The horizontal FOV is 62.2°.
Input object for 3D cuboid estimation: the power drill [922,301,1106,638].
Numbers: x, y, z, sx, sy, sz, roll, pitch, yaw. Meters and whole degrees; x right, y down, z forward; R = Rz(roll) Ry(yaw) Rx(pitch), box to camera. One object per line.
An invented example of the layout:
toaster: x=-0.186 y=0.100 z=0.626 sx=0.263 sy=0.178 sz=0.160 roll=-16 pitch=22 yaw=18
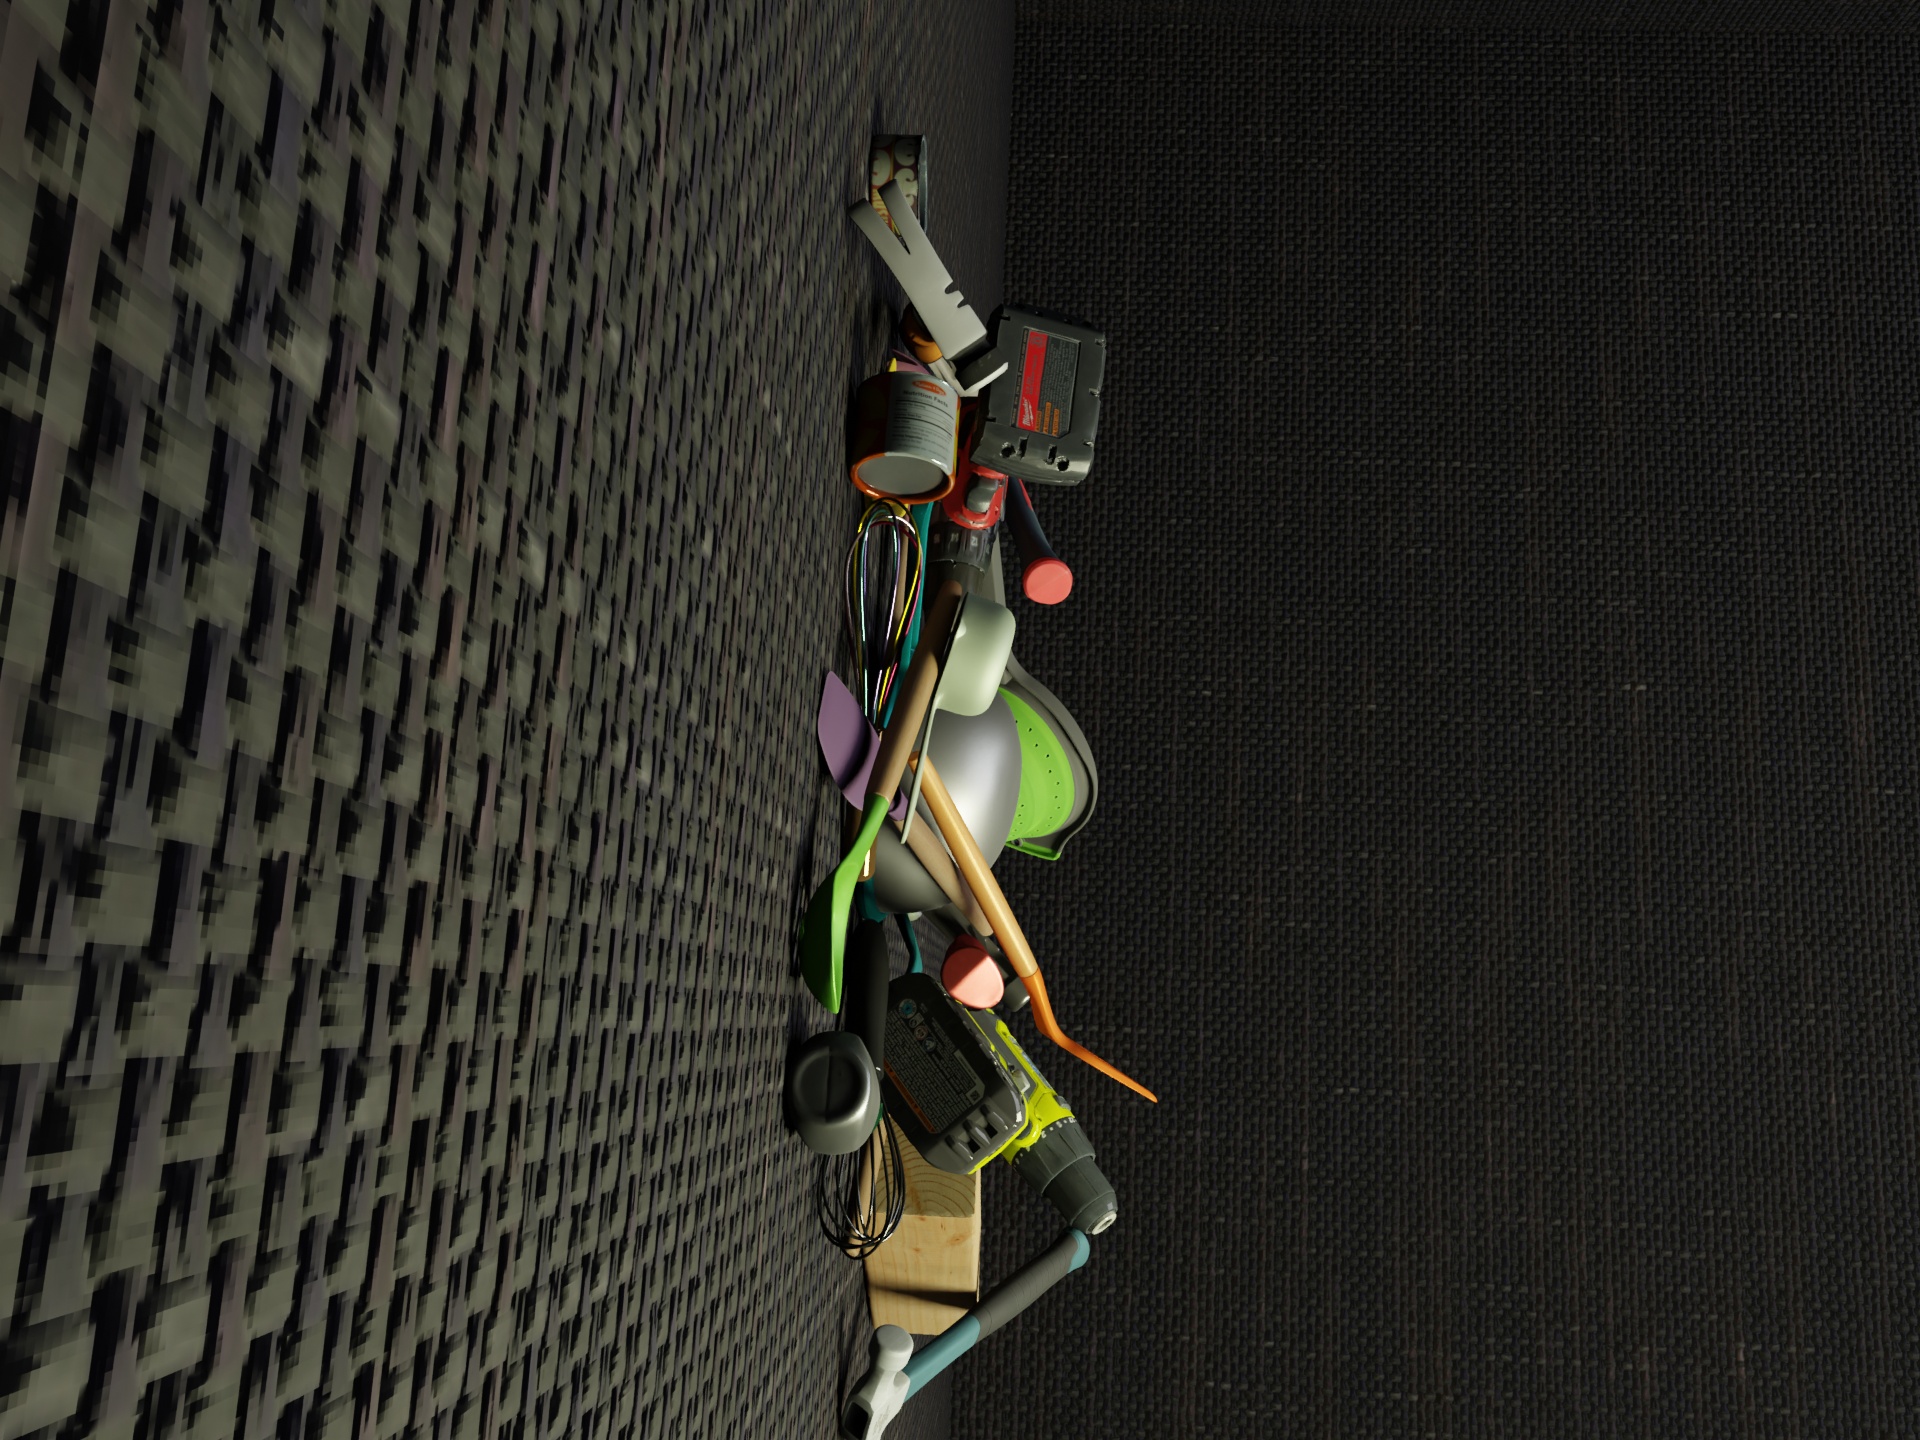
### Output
power drill: x=0.023 y=-0.172 z=1.132 sx=0.226 sy=0.080 sz=0.188 roll=139 pitch=-39 yaw=-69

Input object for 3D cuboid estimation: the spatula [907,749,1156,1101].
spatula: x=0.043 y=0.147 z=1.085 sx=0.081 sy=0.041 sz=0.322 roll=22 pitch=-37 yaw=58

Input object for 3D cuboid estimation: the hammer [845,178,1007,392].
hammer: x=-0.027 y=-0.278 z=1.074 sx=0.127 sy=0.034 sz=0.337 roll=56 pitch=3 yaw=-10

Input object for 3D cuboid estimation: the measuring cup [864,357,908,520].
measuring cup: x=-0.045 y=-0.200 z=1.102 sx=0.062 sy=0.029 sz=0.157 roll=89 pitch=6 yaw=-50

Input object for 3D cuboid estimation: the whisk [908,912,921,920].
whisk: x=-0.032 y=0.059 z=1.403 sx=0.058 sy=0.059 sz=0.246 roll=-29 pitch=126 yaw=-72

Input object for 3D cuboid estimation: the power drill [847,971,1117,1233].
power drill: x=0.024 y=0.276 z=1.135 sx=0.191 sy=0.080 sz=0.228 roll=50 pitch=2 yaw=30

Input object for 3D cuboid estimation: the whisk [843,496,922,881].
whisk: x=-0.053 y=-0.016 z=0.985 sx=0.051 sy=0.047 sz=0.245 roll=-51 pitch=147 yaw=-73

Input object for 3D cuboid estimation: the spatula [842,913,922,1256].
spatula: x=-0.063 y=0.246 z=1.196 sx=0.082 sy=0.044 sz=0.318 roll=86 pitch=11 yaw=-50

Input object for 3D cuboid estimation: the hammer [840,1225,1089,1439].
hammer: x=0.014 y=0.471 z=1.247 sx=0.331 sy=0.033 sz=0.128 roll=-9 pitch=123 yaw=-57

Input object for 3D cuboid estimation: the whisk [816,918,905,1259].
whisk: x=-0.061 y=0.226 z=1.011 sx=0.055 sy=0.055 sz=0.239 roll=89 pitch=0 yaw=-46

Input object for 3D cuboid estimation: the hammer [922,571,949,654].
hammer: x=-0.017 y=-0.047 z=1.308 sx=0.146 sy=0.035 sz=0.335 roll=46 pitch=38 yaw=-86

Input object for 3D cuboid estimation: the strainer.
strainer: x=-0.002 y=-0.004 z=1.115 sx=0.211 sy=0.095 sz=0.340 roll=-69 pitch=167 yaw=-55

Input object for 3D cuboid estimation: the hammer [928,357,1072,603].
hammer: x=0.033 y=-0.206 z=1.328 sx=0.143 sy=0.038 sz=0.387 roll=56 pitch=10 yaw=-28

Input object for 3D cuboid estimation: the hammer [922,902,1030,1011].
hammer: x=0.002 y=0.172 z=1.211 sx=0.037 sy=0.149 sz=0.359 roll=-43 pitch=175 yaw=-2

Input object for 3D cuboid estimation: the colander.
colander: x=0.010 y=-0.018 z=1.448 sx=0.094 sy=0.205 sz=0.396 roll=-40 pitch=135 yaw=-39

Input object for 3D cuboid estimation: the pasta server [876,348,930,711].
pasta server: x=-0.049 y=-0.116 z=1.173 sx=0.060 sy=0.040 sz=0.316 roll=61 pitch=36 yaw=-84

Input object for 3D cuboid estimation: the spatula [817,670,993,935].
spatula: x=-0.030 y=0.071 z=1.014 sx=0.315 sy=0.018 sz=0.060 roll=58 pitch=34 yaw=-54

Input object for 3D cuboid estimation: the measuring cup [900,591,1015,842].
measuring cup: x=-0.001 y=0.001 z=0.988 sx=0.083 sy=0.038 sz=0.168 roll=118 pitch=-12 yaw=-71

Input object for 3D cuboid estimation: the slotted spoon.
slotted spoon: x=-0.042 y=0.029 z=0.922 sx=0.070 sy=0.031 sz=0.314 roll=90 pitch=14 yaw=-49
